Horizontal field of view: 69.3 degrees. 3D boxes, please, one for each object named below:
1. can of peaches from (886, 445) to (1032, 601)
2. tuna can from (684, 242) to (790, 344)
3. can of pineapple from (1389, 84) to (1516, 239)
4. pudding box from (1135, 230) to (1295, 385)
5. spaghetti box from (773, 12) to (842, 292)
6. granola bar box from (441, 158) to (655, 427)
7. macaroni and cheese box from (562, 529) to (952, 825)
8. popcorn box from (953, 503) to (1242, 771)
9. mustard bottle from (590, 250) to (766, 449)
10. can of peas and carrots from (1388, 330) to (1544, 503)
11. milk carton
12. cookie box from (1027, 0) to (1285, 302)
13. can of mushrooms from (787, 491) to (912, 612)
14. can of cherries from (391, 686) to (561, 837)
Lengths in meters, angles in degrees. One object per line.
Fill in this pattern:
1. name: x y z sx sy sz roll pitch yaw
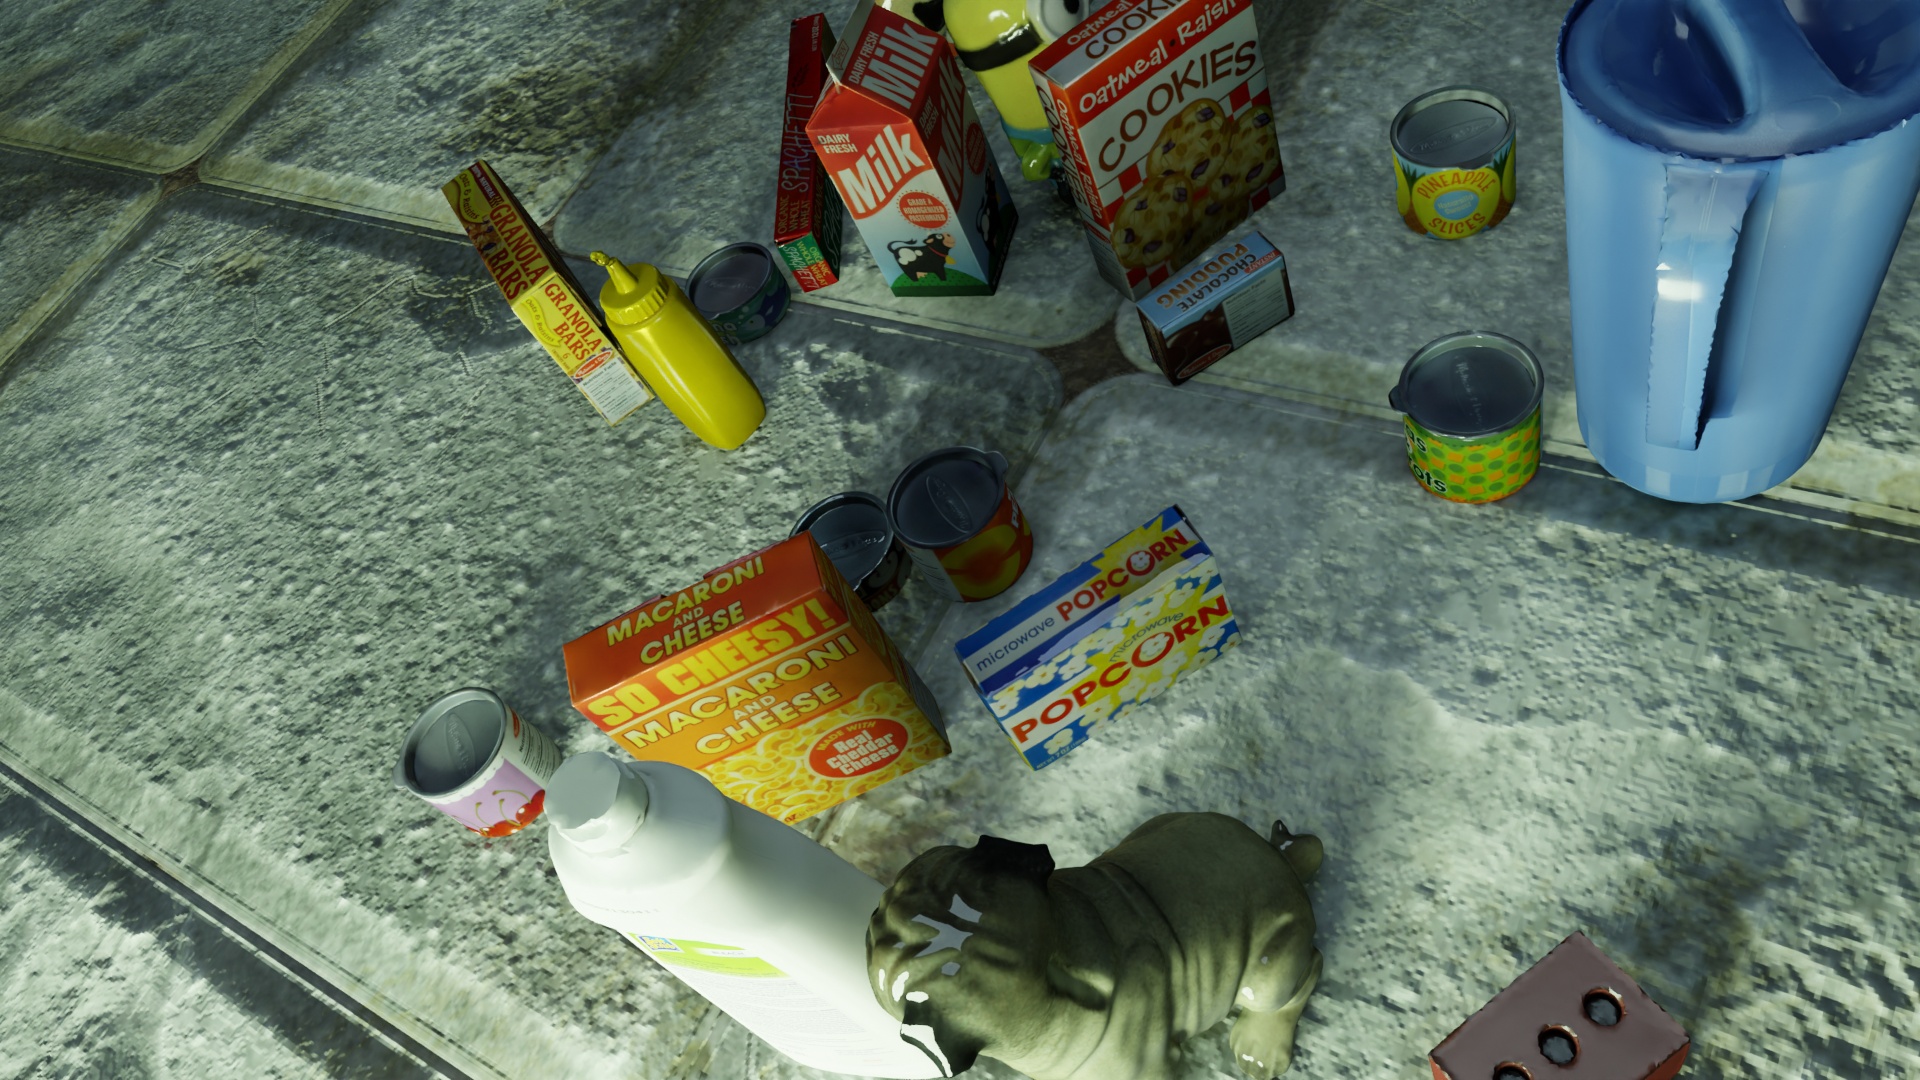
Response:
1. can of peaches: 0.003 -0.009 0.755 0.071 0.058 0.071 -11 53 15
2. tuna can: -0.152 -0.166 0.945 0.071 0.032 0.071 -11 53 15
3. can of pineapple: 0.279 -0.212 0.786 0.071 0.057 0.071 -11 53 15
4. pudding box: 0.145 -0.132 0.789 0.084 0.049 0.030 -32 51 -2
5. spaghetti box: -0.106 -0.283 0.998 0.028 0.050 0.251 -12 53 14
6. granola bar box: -0.279 -0.169 0.939 0.039 0.123 0.166 -36 51 -4
7. macaroni and cheese box: -0.091 0.076 0.663 0.124 0.165 0.040 -25 51 4
8. popcorn box: 0.068 0.049 0.669 0.127 0.085 0.038 -32 51 -2
9. mustard bottle: -0.175 -0.120 0.840 0.065 0.159 0.049 30 72 35
10. can of peas and carrots: 0.251 -0.059 0.689 0.071 0.058 0.071 -11 53 15
11. milk carton: -0.032 -0.237 0.845 0.073 0.189 0.072 3 58 24
12. cookie box: 0.117 -0.237 0.799 0.123 0.166 0.040 -37 51 -6
13. can of mushrooms: -0.063 0.010 0.783 0.071 0.033 0.071 -11 53 15
14. can of cherries: -0.267 0.124 0.769 0.071 0.058 0.072 -11 53 15
